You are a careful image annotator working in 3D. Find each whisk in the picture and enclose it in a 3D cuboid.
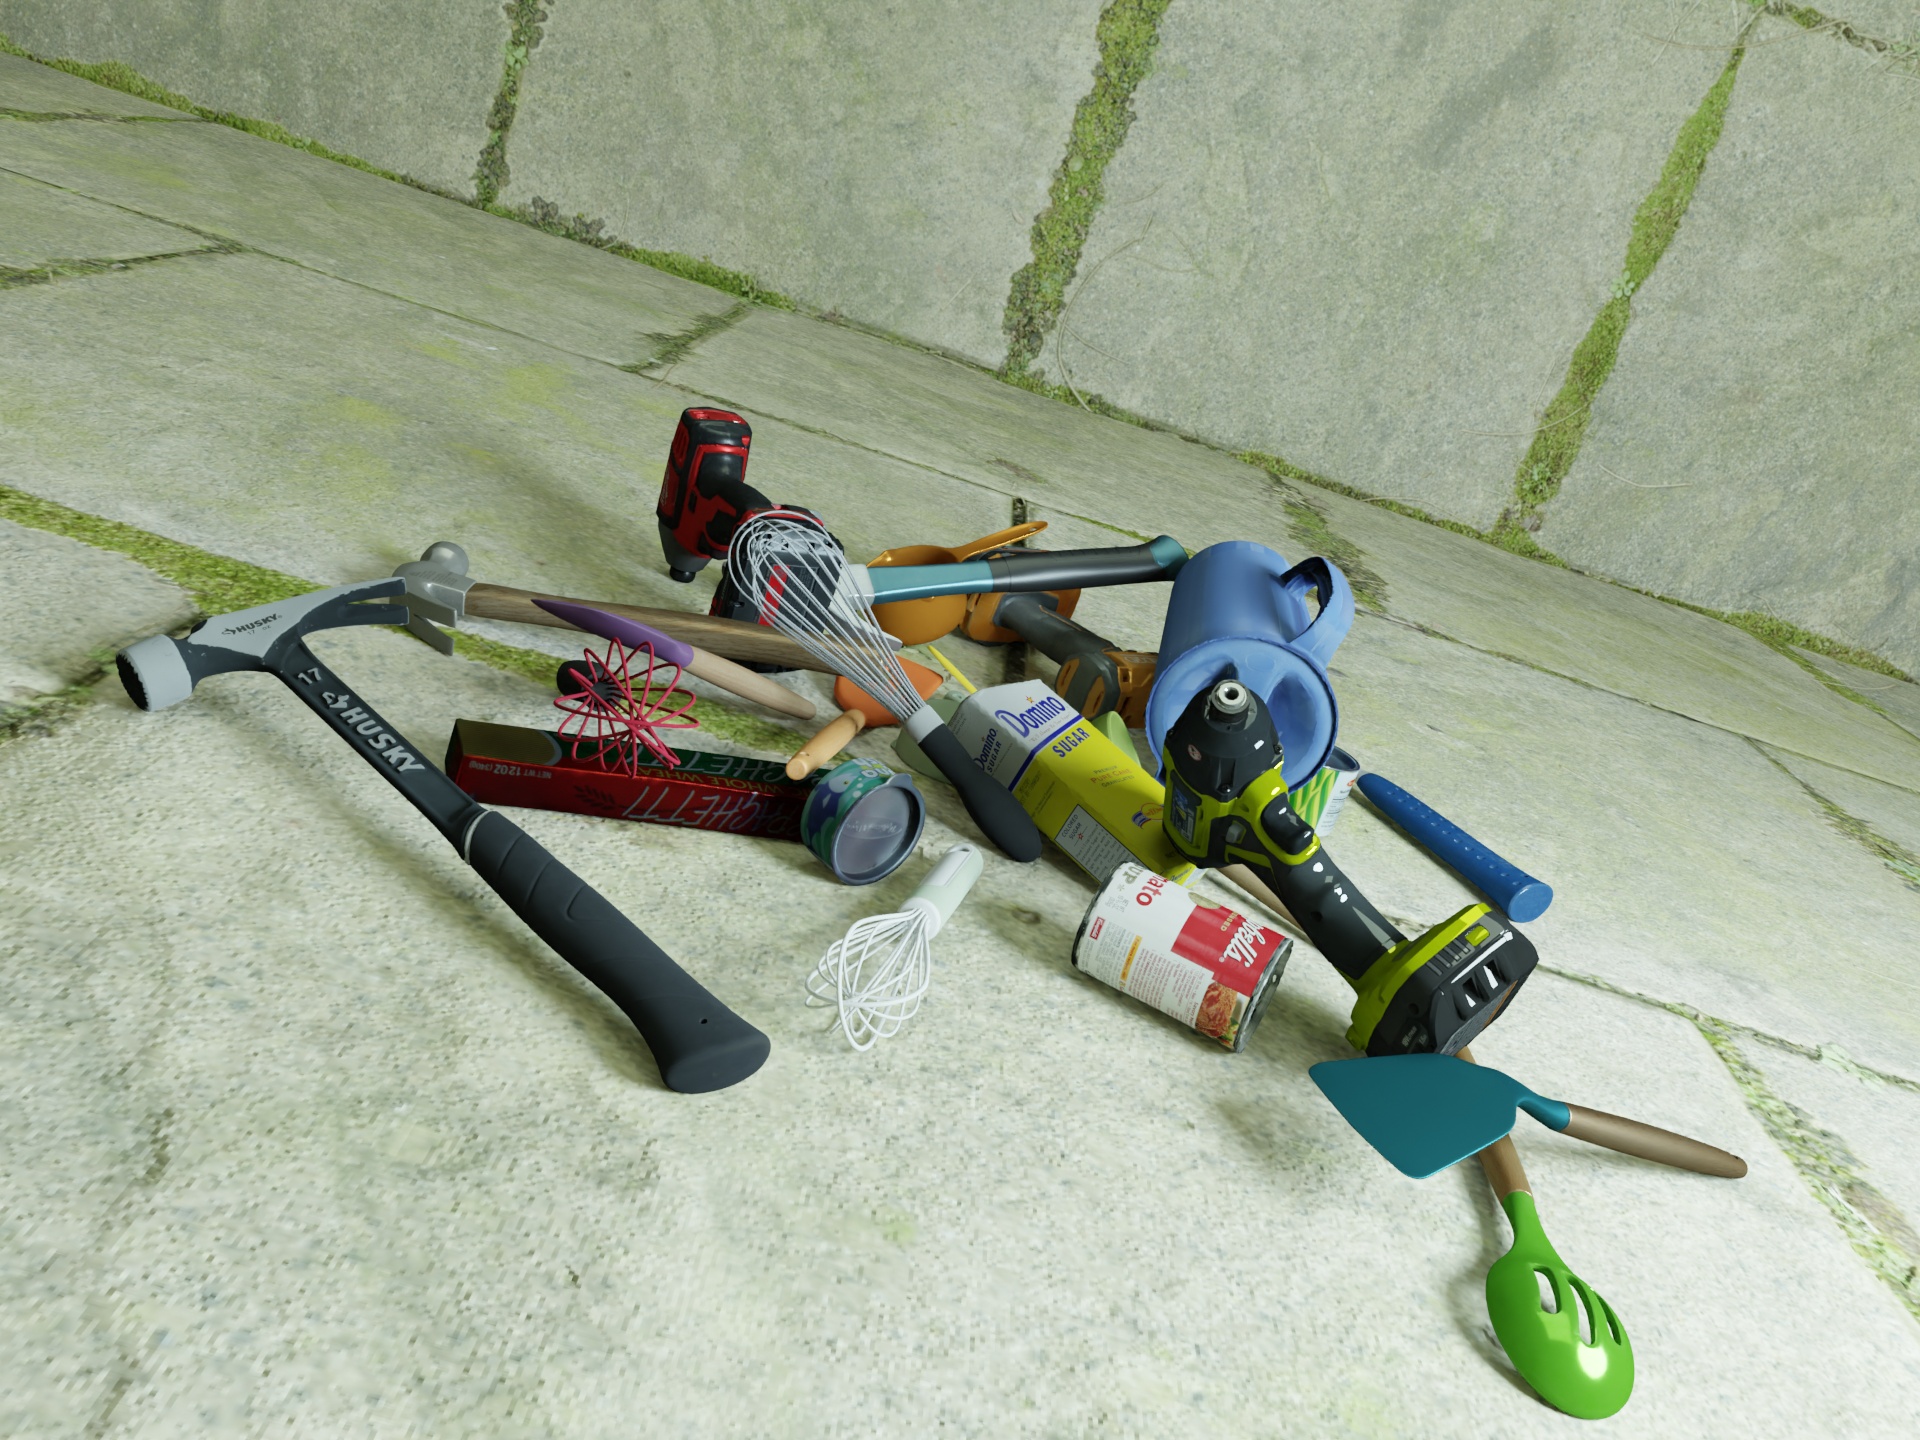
[{"bbox_3d":[-0.024,0.105,0.826,0.058,0.059,0.246,-6,10,14],"label":"whisk"},{"bbox_3d":[-0.198,-0.015,0.883,0.073,0.073,0.296,12,2,-20],"label":"whisk"},{"bbox_3d":[-0.043,-0.022,1.005,0.285,0.070,0.070,49,25,7],"label":"whisk"}]

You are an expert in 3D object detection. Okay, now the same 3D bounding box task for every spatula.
[{"bbox_3d":[-0.156,-0.033,0.950,0.060,0.018,0.315,10,-6,21],"label":"spatula"},{"bbox_3d":[-0.072,-0.006,1.046,0.081,0.041,0.322,20,10,3],"label":"spatula"},{"bbox_3d":[0.313,0.215,0.817,0.317,0.044,0.082,21,15,-33],"label":"spatula"}]

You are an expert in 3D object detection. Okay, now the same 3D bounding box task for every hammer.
[{"bbox_3d":[-0.213,-0.063,1.062,0.331,0.031,0.130,9,23,-3],"label":"hammer"},{"bbox_3d":[-0.238,0.045,0.766,0.409,0.036,0.149,34,44,29],"label":"hammer"},{"bbox_3d":[0.339,0.046,1.330,0.144,0.035,0.406,7,23,-31],"label":"hammer"},{"bbox_3d":[0.033,-0.118,1.270,0.331,0.033,0.128,-7,65,-22],"label":"hammer"}]

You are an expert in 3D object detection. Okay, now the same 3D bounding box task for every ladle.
[{"bbox_3d":[0.198,0.095,1.043,0.320,0.062,0.078,35,-4,31],"label":"ladle"}]

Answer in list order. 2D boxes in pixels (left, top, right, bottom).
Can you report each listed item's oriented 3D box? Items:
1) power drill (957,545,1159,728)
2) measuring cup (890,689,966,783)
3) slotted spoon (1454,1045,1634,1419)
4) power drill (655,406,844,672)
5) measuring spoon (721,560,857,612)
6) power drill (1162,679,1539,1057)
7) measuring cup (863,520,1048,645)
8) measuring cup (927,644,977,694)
[{"bbox_3d":[0.114,-0.066,1.364,0.185,0.084,0.226,0,31,-43],"label":"power drill"},{"bbox_3d":[-0.002,-0.004,1.142,0.083,0.038,0.168,17,22,-4],"label":"measuring cup"},{"bbox_3d":[0.272,0.227,0.800,0.070,0.031,0.314,24,18,-2],"label":"slotted spoon"},{"bbox_3d":[-0.173,-0.132,1.200,0.078,0.143,0.220,2,32,-31],"label":"power drill"},{"bbox_3d":[-0.144,-0.105,1.331,0.124,0.018,0.034,17,18,-26],"label":"measuring spoon"},{"bbox_3d":[0.198,0.083,0.869,0.080,0.171,0.223,-36,64,-14],"label":"power drill"},{"bbox_3d":[-0.001,-0.116,1.324,0.173,0.052,0.095,-23,37,-16],"label":"measuring cup"},{"bbox_3d":[0.031,-0.017,1.166,0.157,0.029,0.062,44,4,31],"label":"measuring cup"}]
